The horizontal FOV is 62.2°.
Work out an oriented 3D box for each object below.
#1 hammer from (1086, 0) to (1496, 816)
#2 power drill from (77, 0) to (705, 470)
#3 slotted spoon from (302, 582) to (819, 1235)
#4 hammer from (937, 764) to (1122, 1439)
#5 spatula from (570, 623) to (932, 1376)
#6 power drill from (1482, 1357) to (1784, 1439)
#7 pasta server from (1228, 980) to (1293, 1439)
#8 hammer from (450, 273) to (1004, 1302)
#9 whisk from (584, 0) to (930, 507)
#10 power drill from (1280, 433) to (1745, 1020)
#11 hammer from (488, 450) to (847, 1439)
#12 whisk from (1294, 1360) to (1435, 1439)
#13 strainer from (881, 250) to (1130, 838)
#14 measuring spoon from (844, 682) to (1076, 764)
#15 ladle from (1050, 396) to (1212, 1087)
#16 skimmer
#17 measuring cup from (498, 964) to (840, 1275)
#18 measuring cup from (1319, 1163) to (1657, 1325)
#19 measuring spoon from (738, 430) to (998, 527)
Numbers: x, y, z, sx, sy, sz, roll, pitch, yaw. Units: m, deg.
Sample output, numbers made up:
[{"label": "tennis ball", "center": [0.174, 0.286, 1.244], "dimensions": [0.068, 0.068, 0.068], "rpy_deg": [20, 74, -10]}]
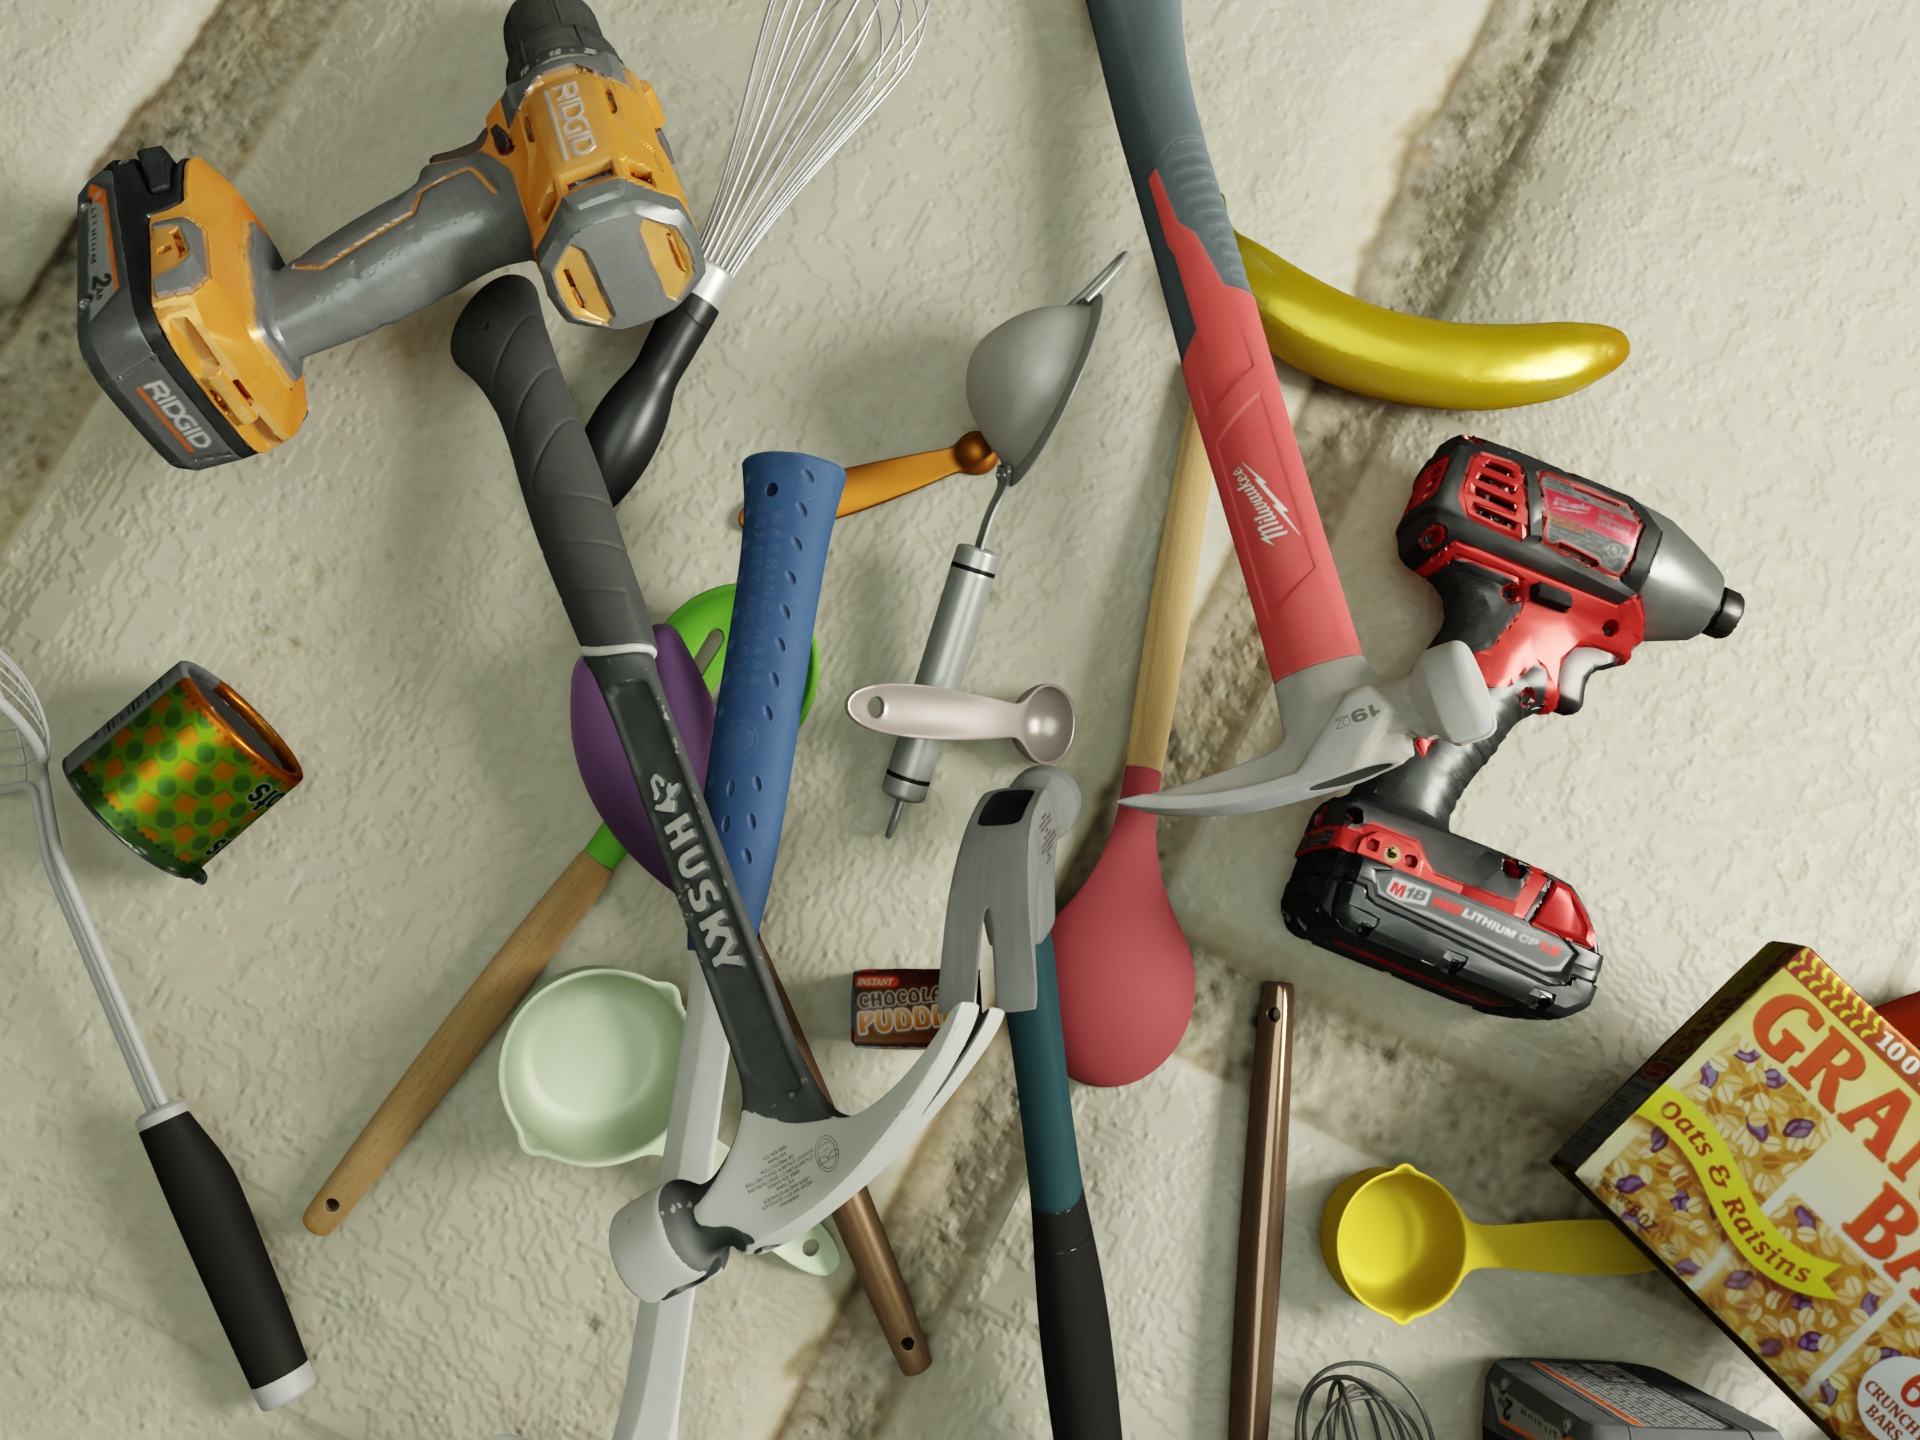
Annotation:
[{"label": "hammer", "center": [0.092, -0.154, 0.657], "dimensions": [0.143, 0.038, 0.387], "rpy_deg": [-20, 71, 24]}, {"label": "power drill", "center": [-0.227, -0.210, 0.641], "dimensions": [0.226, 0.084, 0.186], "rpy_deg": [-20, 57, -2]}, {"label": "slotted spoon", "center": [-0.165, 0.076, 0.647], "dimensions": [0.070, 0.031, 0.314], "rpy_deg": [37, 85, -6]}, {"label": "hammer", "center": [0.038, 0.190, 0.594], "dimensions": [0.033, 0.128, 0.331], "rpy_deg": [-5, 98, 16]}, {"label": "spatula", "center": [-0.079, 0.114, 0.634], "dimensions": [0.060, 0.018, 0.316], "rpy_deg": [-23, 91, -5]}, {"label": "power drill", "center": [0.244, 0.360, 0.560], "dimensions": [0.084, 0.164, 0.226], "rpy_deg": [3, 81, -2]}, {"label": "pasta server", "center": [0.115, 0.263, 0.629], "dimensions": [0.060, 0.040, 0.316], "rpy_deg": [3, 81, 18]}, {"label": "hammer", "center": [-0.118, -0.012, 0.588], "dimensions": [0.149, 0.036, 0.409], "rpy_deg": [-32, 64, 15]}, {"label": "whisk", "center": [-0.094, -0.213, 0.672], "dimensions": [0.070, 0.070, 0.284], "rpy_deg": [28, 87, 1]}, {"label": "power drill", "center": [0.228, 0.003, 0.651], "dimensions": [0.143, 0.078, 0.220], "rpy_deg": [22, 79, 0]}, {"label": "hammer", "center": [-0.085, 0.097, 0.583], "dimensions": [0.144, 0.035, 0.406], "rpy_deg": [2, 77, 26]}, {"label": "whisk", "center": [0.173, 0.369, 0.616], "dimensions": [0.055, 0.055, 0.239], "rpy_deg": [-10, 88, -4]}, {"label": "strainer", "center": [0.007, -0.074, 0.649], "dimensions": [0.050, 0.087, 0.258], "rpy_deg": [16, 95, -13]}, {"label": "measuring spoon", "center": [-0.001, -0.002, 0.635], "dimensions": [0.124, 0.018, 0.034], "rpy_deg": [6, 88, -43]}, {"label": "ladle", "center": [0.082, -0.004, 0.669], "dimensions": [0.069, 0.031, 0.315], "rpy_deg": [10, 81, 1]}, {"label": "skimmer", "center": [-0.356, 0.107, 0.602], "dimensions": [0.090, 0.127, 0.363], "rpy_deg": [-24, 89, -47]}, {"label": "measuring cup", "center": [-0.113, 0.165, 0.638], "dimensions": [0.167, 0.038, 0.083], "rpy_deg": [45, 76, -14]}, {"label": "measuring cup", "center": [0.220, 0.213, 0.652], "dimensions": [0.156, 0.029, 0.062], "rpy_deg": [5, 81, -14]}, {"label": "measuring spoon", "center": [-0.039, -0.102, 0.682], "dimensions": [0.117, 0.011, 0.021], "rpy_deg": [-17, 84, -5]}]
